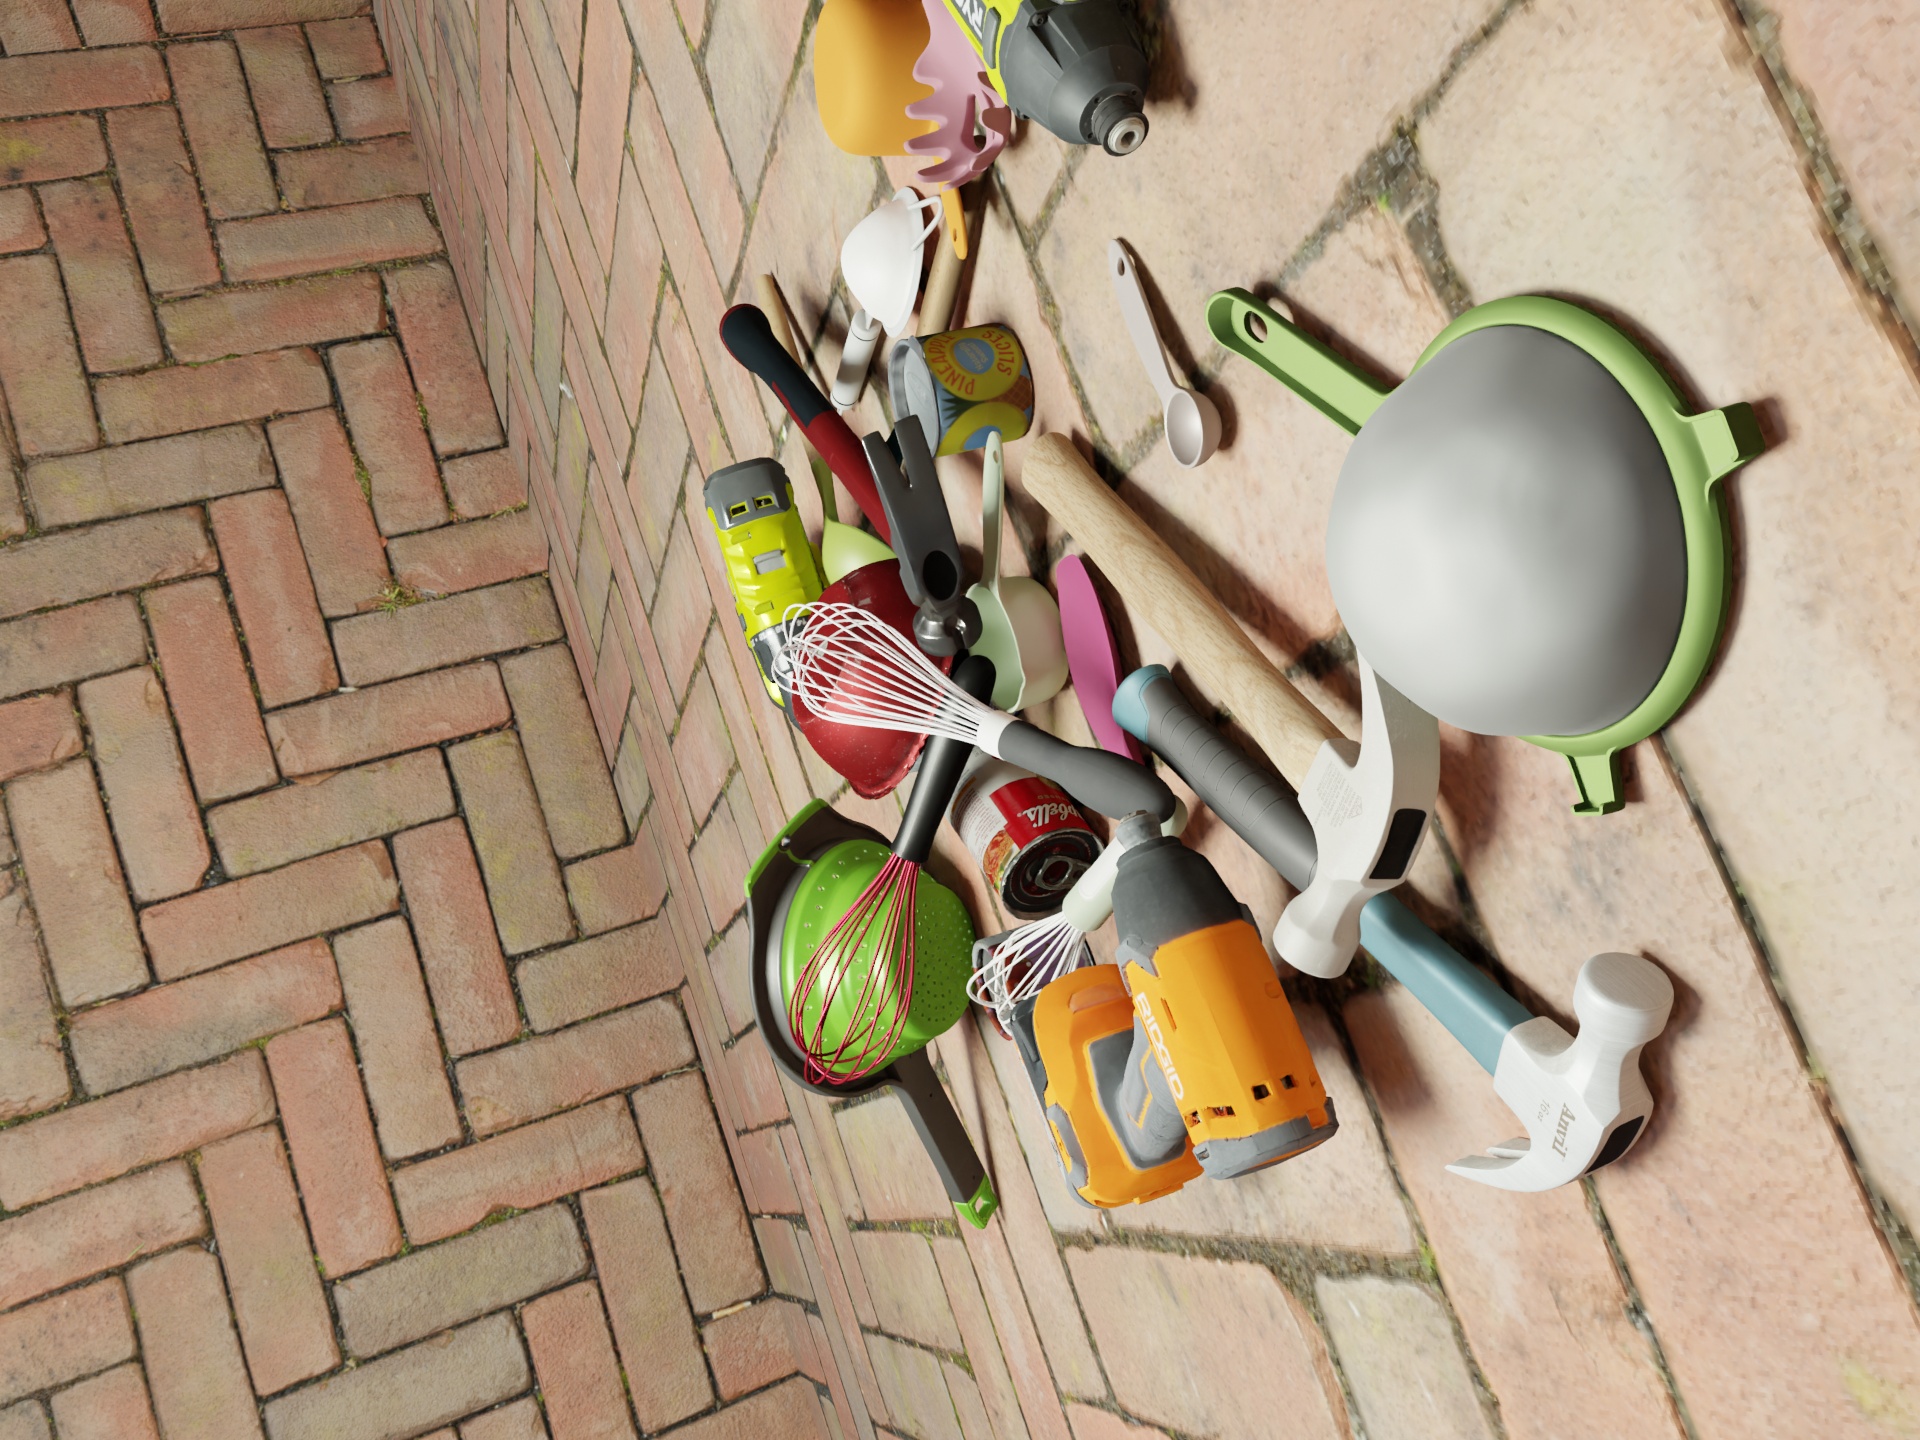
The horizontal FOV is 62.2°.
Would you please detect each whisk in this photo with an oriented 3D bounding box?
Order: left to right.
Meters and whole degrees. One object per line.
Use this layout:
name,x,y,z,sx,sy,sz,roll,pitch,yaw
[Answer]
whisk,-0.037,0.095,0.940,0.073,0.073,0.295,47,122,52
whisk,-0.002,-0.004,0.829,0.285,0.070,0.070,24,130,40
whisk,0.063,0.107,0.864,0.246,0.059,0.058,120,155,-51

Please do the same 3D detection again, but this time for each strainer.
strainer,-0.060,-0.253,1.004,0.258,0.050,0.087,127,140,-70
strainer,0.140,-0.086,0.545,0.257,0.069,0.151,53,151,43

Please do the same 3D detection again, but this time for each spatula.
spatula,-0.014,-0.206,0.942,0.082,0.044,0.317,64,153,29

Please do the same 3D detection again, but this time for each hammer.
hammer,-0.087,-0.192,0.982,0.387,0.038,0.143,55,166,49
hammer,0.102,-0.046,0.699,0.332,0.031,0.130,58,136,49
hammer,0.157,0.065,0.671,0.331,0.033,0.128,-131,33,-50

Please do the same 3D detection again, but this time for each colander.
colander,-0.023,0.241,1.198,0.094,0.204,0.396,-4,122,36

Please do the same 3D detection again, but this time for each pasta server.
pasta server,-0.033,-0.415,0.806,0.060,0.040,0.316,-26,79,48

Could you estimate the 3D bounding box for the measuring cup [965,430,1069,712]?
measuring cup,0.033,-0.084,0.885,0.083,0.038,0.167,-132,34,-51

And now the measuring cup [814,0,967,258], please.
measuring cup,-0.038,-0.313,0.841,0.095,0.052,0.174,117,143,-60

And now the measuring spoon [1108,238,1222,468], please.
measuring spoon,0.091,-0.166,0.706,0.034,0.018,0.124,113,144,-60

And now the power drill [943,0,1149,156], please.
power drill,0.042,-0.345,0.608,0.223,0.080,0.171,98,150,-57

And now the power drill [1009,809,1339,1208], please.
power drill,0.092,0.147,0.774,0.226,0.084,0.164,116,137,-64

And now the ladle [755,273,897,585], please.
ladle,-0.095,-0.208,1.139,0.078,0.062,0.320,55,-165,-60

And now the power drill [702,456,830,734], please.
power drill,-0.124,-0.073,1.167,0.228,0.080,0.190,109,142,-84

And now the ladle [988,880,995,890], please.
ladle,-0.014,0.041,1.124,0.316,0.031,0.069,-131,31,-53

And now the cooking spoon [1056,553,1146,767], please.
cooking spoon,0.103,0.065,0.837,0.069,0.017,0.319,150,104,-74
